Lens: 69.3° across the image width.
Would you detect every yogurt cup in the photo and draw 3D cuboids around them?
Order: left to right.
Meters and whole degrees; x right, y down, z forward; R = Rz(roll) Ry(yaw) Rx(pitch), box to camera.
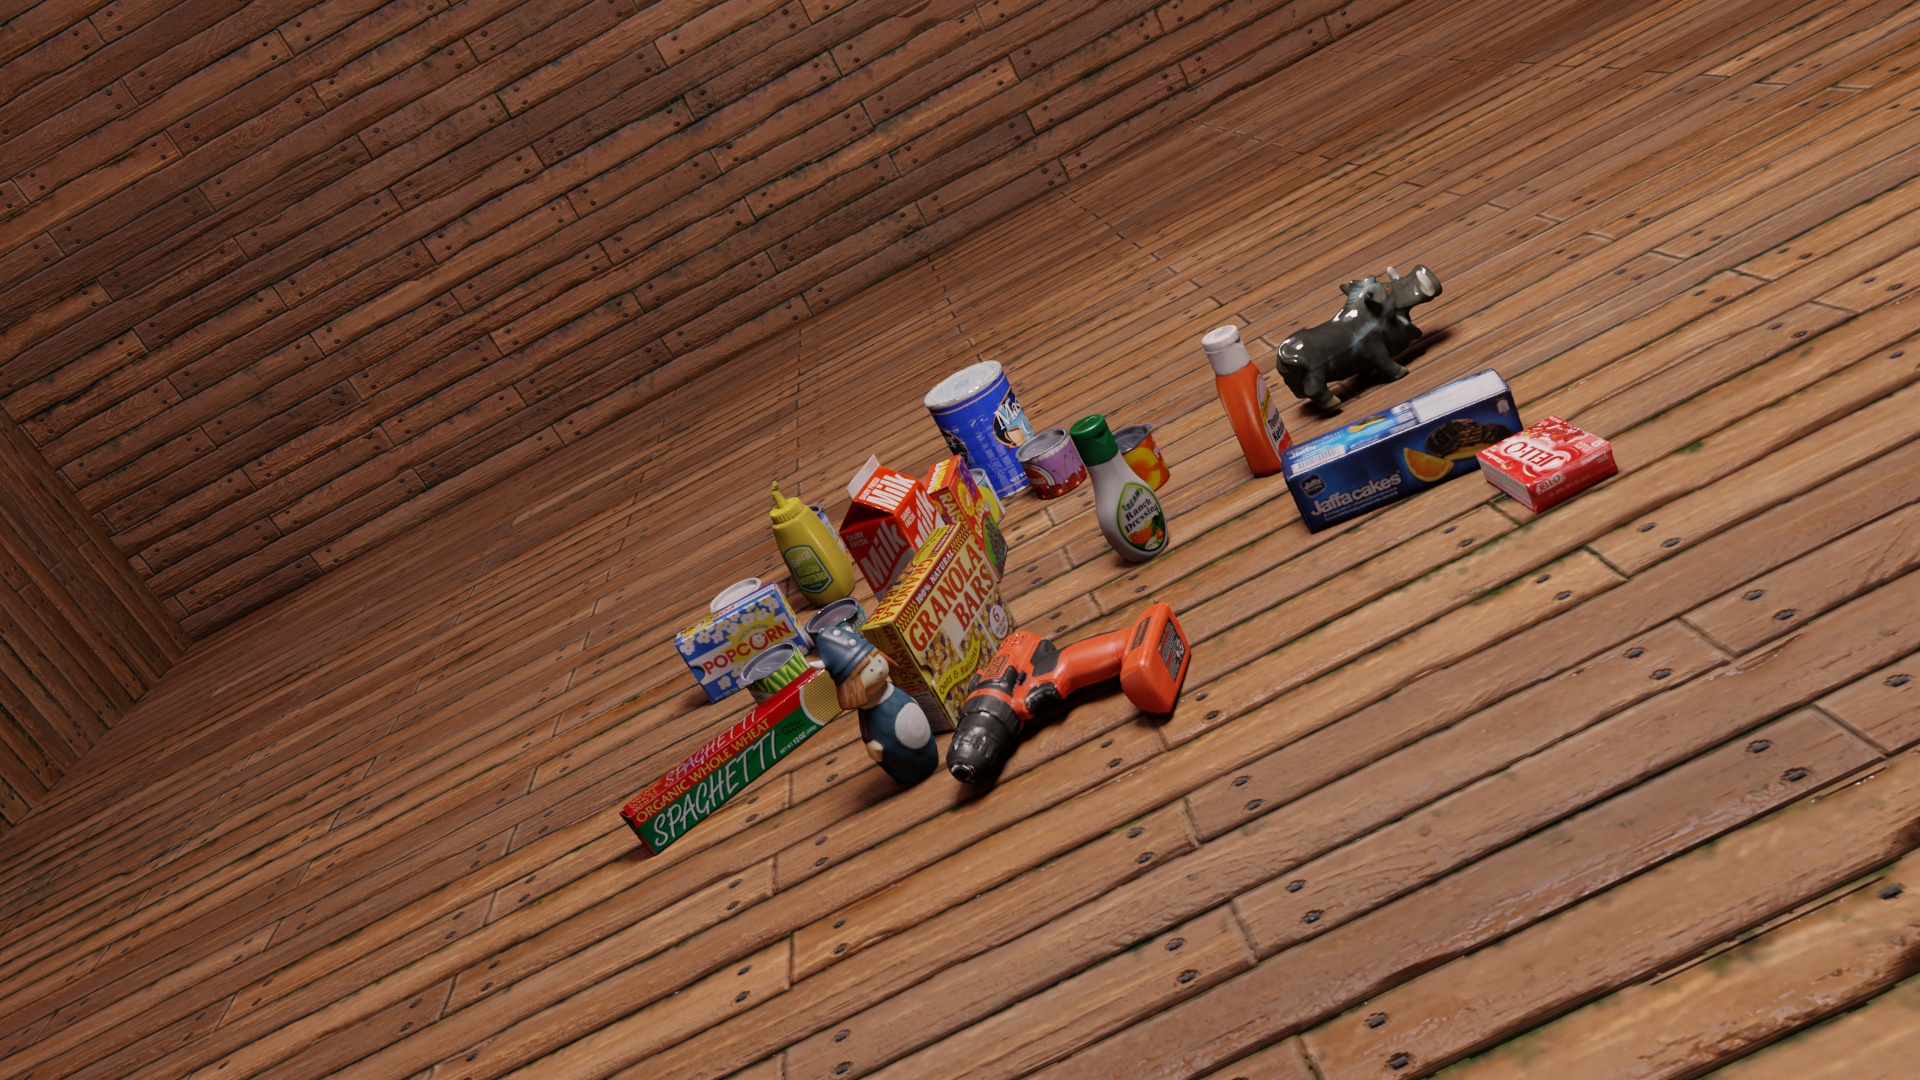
[{"bbox_3d":[-0.258,0.085,1.668,0.072,0.053,0.073,-25,21,10],"label":"yogurt cup"}]

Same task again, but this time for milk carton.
[{"bbox_3d":[-0.056,0.009,1.399,0.073,0.190,0.073,-16,24,30],"label":"milk carton"}]

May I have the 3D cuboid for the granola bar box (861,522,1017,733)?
[{"bbox_3d":[-0.015,0.079,1.281,0.039,0.124,0.166,-15,25,33],"label":"granola bar box"}]

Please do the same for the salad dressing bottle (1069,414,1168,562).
[{"bbox_3d":[0.151,-0.050,1.338,0.064,0.147,0.044,-37,22,-21],"label":"salad dressing bottle"}]

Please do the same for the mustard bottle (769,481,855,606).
[{"bbox_3d":[-0.183,0.002,1.617,0.065,0.159,0.049,-18,23,26],"label":"mustard bottle"}]

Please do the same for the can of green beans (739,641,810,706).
[{"bbox_3d":[-0.184,0.146,1.430,0.071,0.057,0.071,-25,21,10],"label":"can of green beans"}]

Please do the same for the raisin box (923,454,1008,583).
[{"bbox_3d":[0.005,-0.019,1.480,0.040,0.123,0.086,-22,22,18],"label":"raisin box"}]

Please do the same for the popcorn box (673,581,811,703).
[{"bbox_3d":[-0.240,0.113,1.539,0.127,0.085,0.038,-28,21,3],"label":"popcorn box"}]

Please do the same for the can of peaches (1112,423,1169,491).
[{"bbox_3d":[0.186,-0.084,1.495,0.071,0.058,0.071,-25,21,10],"label":"can of peaches"}]

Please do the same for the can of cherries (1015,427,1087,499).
[{"bbox_3d":[0.104,-0.087,1.604,0.071,0.058,0.072,-25,21,10],"label":"can of cherries"}]

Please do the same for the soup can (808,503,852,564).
[{"bbox_3d":[-0.178,0.007,1.706,0.071,0.083,0.071,-25,21,10],"label":"soup can"}]

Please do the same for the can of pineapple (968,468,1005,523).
[{"bbox_3d":[0.010,-0.042,1.618,0.071,0.057,0.071,-25,21,10],"label":"can of pineapple"}]

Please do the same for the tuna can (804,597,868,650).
[{"bbox_3d":[-0.132,0.094,1.520,0.071,0.032,0.071,-25,21,10],"label":"tuna can"}]

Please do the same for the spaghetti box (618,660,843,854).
[{"bbox_3d":[-0.210,0.205,1.339,0.251,0.050,0.028,-37,22,-20],"label":"spaghetti box"}]

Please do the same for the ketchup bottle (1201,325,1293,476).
[{"bbox_3d":[0.283,-0.140,1.375,0.043,0.148,0.065,-14,25,34],"label":"ketchup bottle"}]
